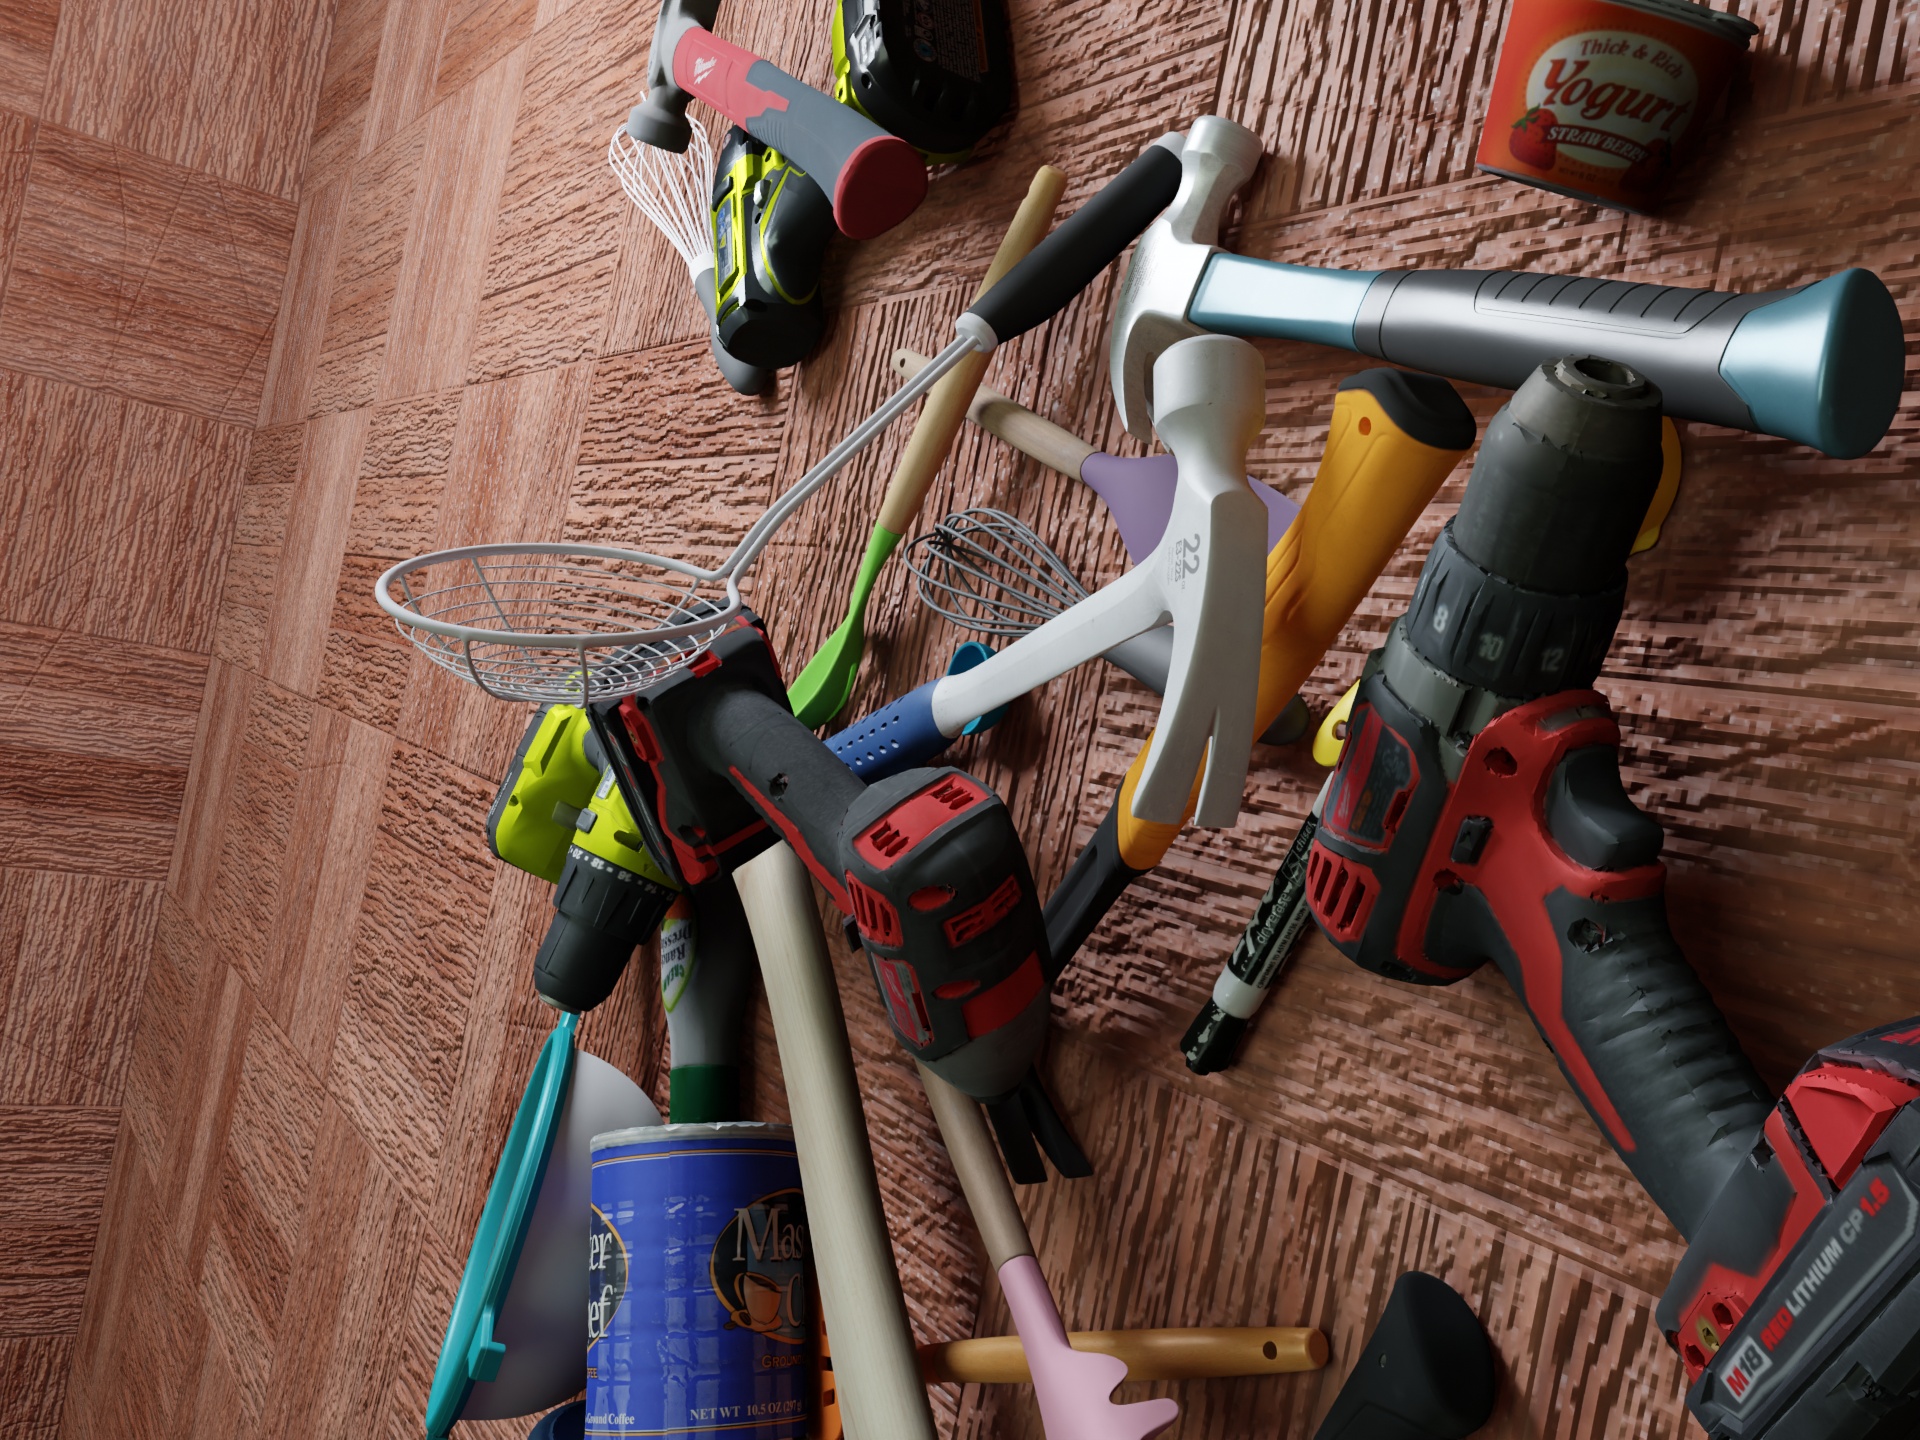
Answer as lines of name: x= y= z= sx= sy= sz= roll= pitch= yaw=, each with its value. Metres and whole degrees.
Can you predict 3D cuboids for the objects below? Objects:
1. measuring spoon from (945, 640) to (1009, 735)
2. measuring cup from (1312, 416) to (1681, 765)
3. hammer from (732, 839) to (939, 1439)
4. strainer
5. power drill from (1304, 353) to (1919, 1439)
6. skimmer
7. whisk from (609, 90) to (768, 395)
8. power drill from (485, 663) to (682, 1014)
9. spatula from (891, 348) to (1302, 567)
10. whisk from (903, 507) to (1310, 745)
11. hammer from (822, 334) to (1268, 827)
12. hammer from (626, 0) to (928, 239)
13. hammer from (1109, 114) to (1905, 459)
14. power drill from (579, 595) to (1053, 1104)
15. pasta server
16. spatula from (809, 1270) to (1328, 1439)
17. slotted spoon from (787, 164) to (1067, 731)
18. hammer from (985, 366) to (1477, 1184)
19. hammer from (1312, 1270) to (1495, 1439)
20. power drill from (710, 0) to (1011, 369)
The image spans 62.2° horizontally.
measuring spoon: x=-0.009 y=0.003 z=0.743 sx=0.128 sy=0.021 sz=0.042 roll=-40 pitch=51 yaw=54
measuring cup: x=0.156 y=-0.041 z=0.501 sx=0.156 sy=0.029 sz=0.062 roll=-52 pitch=43 yaw=30
hammer: x=-0.050 y=0.161 z=0.666 sx=0.146 sy=0.038 sz=0.411 roll=-39 pitch=54 yaw=35
strainer: x=-0.198 y=0.229 z=0.892 sx=0.211 sy=0.095 sz=0.341 roll=126 pitch=160 yaw=-50
power drill: x=0.172 y=0.038 z=0.379 sx=0.227 sy=0.080 sz=0.187 roll=-121 pitch=31 yaw=-47
skimmer: x=-0.050 y=-0.132 z=0.606 sx=0.363 sy=0.090 sz=0.127 roll=-43 pitch=36 yaw=-11
whisk: x=-0.169 y=-0.306 z=1.023 sx=0.070 sy=0.070 sz=0.285 roll=-49 pitch=49 yaw=36
power drill: x=-0.194 y=0.051 z=0.877 sx=0.229 sy=0.080 sz=0.190 roll=9 pitch=72 yaw=64
spatula: x=0.044 y=-0.115 z=0.694 sx=0.316 sy=0.018 sz=0.059 roll=43 pitch=116 yaw=50
whisk: x=0.051 y=-0.039 z=0.639 sx=0.239 sy=0.055 sz=0.055 roll=32 pitch=107 yaw=50
hammer: x=-0.001 y=-0.002 z=0.633 sx=0.405 sy=0.035 sz=0.144 roll=152 pitch=123 yaw=-63
hammer: x=-0.095 y=-0.327 z=0.799 sx=0.387 sy=0.038 sz=0.143 roll=51 pitch=126 yaw=53
hammer: x=0.143 y=-0.130 z=0.505 sx=0.331 sy=0.033 sz=0.128 roll=37 pitch=106 yaw=60
power drill: x=-0.049 y=0.051 z=0.608 sx=0.220 sy=0.078 sz=0.143 roll=33 pitch=148 yaw=43
pasta server: x=0.019 y=0.176 z=0.576 sx=0.317 sy=0.040 sz=0.060 roll=-118 pitch=39 yaw=-52
spatula: x=0.017 y=0.251 z=0.627 sx=0.322 sy=0.041 sz=0.081 roll=-25 pitch=60 yaw=45
slotted spoon: x=-0.022 y=-0.112 z=0.751 sx=0.070 sy=0.031 sz=0.313 roll=-80 pitch=15 yaw=-59
hammer: x=0.073 y=0.026 z=0.544 sx=0.336 sy=0.034 sz=0.127 roll=-62 pitch=36 yaw=41
hammer: x=0.070 y=0.316 z=0.499 sx=0.334 sy=0.035 sz=0.146 roll=-64 pitch=16 yaw=11
power drill: x=-0.070 y=-0.320 z=0.864 sx=0.223 sy=0.080 sz=0.171 roll=-33 pitch=55 yaw=50
